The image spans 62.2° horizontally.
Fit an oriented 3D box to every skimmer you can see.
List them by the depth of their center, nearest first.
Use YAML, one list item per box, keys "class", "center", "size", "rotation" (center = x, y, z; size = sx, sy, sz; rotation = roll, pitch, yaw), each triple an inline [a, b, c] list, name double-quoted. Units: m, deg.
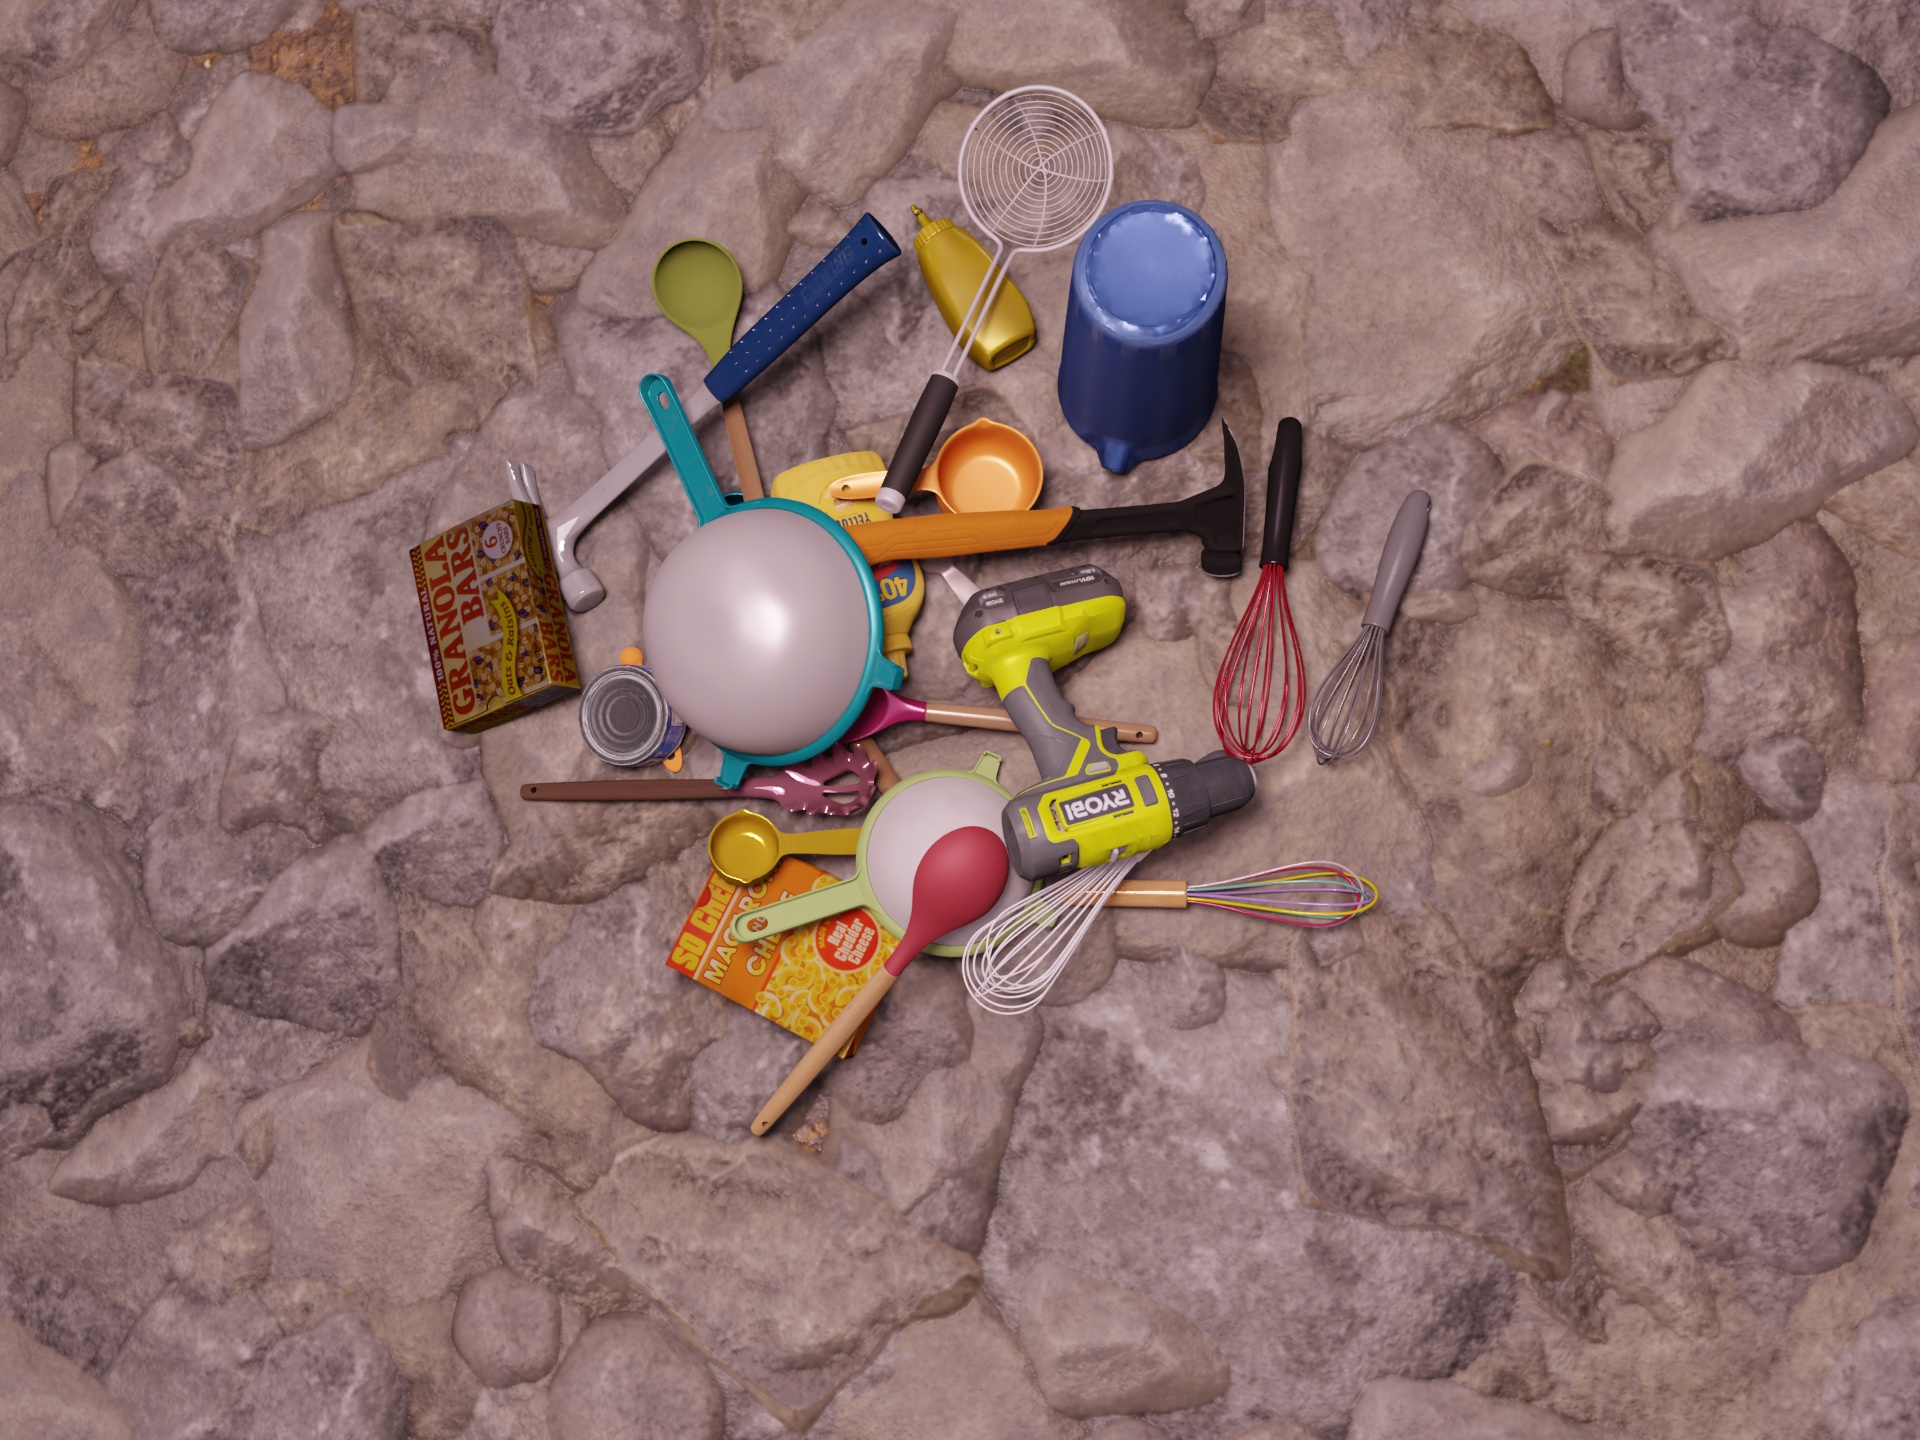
- class: "skimmer"
  center: [0.013, -0.332, 1.252]
  size: [0.127, 0.090, 0.363]
  rotation: [22, 71, 2]

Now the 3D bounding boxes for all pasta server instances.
- class: "pasta server"
  center: [-0.216, 0.054, 1.299]
  size: [0.316, 0.040, 0.060]
  rotation: [-1, 71, 13]

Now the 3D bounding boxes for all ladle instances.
- class: "ladle"
  center: [-0.068, 0.206, 1.204]
  size: [0.069, 0.031, 0.315]
  rotation: [32, 109, -18]
- class: "ladle"
  center: [-0.194, -0.258, 1.337]
  size: [0.078, 0.062, 0.320]
  rotation: [-17, 76, 8]

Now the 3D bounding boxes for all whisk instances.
- class: "whisk"
  center: [0.113, 0.117, 1.218]
  size: [0.284, 0.070, 0.070]
  rotation: [-41, 77, -17]
- class: "whisk"
  center: [0.198, 0.134, 1.237]
  size: [0.245, 0.051, 0.047]
  rotation: [0, 60, 12]
- class: "whisk"
  center: [0.324, -0.075, 1.246]
  size: [0.055, 0.055, 0.239]
  rotation: [20, 80, 11]
- class: "whisk"
  center: [0.246, -0.103, 1.257]
  size: [0.073, 0.073, 0.296]
  rotation: [7, 76, 9]

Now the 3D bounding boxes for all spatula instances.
- class: "spatula"
  center: [-0.095, -0.007, 1.309]
  size: [0.082, 0.044, 0.317]
  rotation: [-34, 82, 1]

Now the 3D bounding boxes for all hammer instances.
- class: "hammer"
  center: [0.055, -0.157, 1.246]
  size: [0.337, 0.034, 0.127]
  rotation: [-6, 124, 0]
- class: "hammer"
  center: [-0.215, -0.269, 1.310]
  size: [0.405, 0.035, 0.144]
  rotation: [-39, 77, 17]

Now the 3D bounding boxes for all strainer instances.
- class: "strainer"
  center: [-0.052, 0.118, 1.217]
  size: [0.256, 0.069, 0.151]
  rotation: [-17, 77, -16]
- class: "strainer"
  center: [-0.197, -0.125, 1.228]
  size: [0.211, 0.095, 0.340]
  rotation: [-30, 79, 27]

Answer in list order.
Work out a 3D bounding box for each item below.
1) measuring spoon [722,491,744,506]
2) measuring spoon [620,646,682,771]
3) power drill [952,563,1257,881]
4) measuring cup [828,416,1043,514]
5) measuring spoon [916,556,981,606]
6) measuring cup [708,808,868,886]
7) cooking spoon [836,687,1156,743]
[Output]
- class: "measuring spoon"
  center: [-0.187, -0.129, 1.335]
  size: [0.042, 0.021, 0.129]
  rotation: [-1, 73, -9]
- class: "measuring spoon"
  center: [-0.260, -0.010, 1.337]
  size: [0.021, 0.011, 0.117]
  rotation: [-25, 78, 4]
- class: "power drill"
  center: [0.104, -0.001, 1.216]
  size: [0.190, 0.080, 0.229]
  rotation: [-15, 63, -10]
- class: "measuring cup"
  center: [-0.020, -0.190, 1.300]
  size: [0.173, 0.052, 0.095]
  rotation: [-6, 81, -2]
- class: "measuring spoon"
  center: [0.005, -0.107, 1.311]
  size: [0.034, 0.018, 0.124]
  rotation: [-41, 78, 0]
- class: "measuring cup"
  center: [-0.122, 0.102, 1.262]
  size: [0.156, 0.029, 0.062]
  rotation: [-1, 65, -13]
- class: "cooking spoon"
  center: [-0.002, -0.004, 1.276]
  size: [0.319, 0.017, 0.069]
  rotation: [6, 97, 1]
